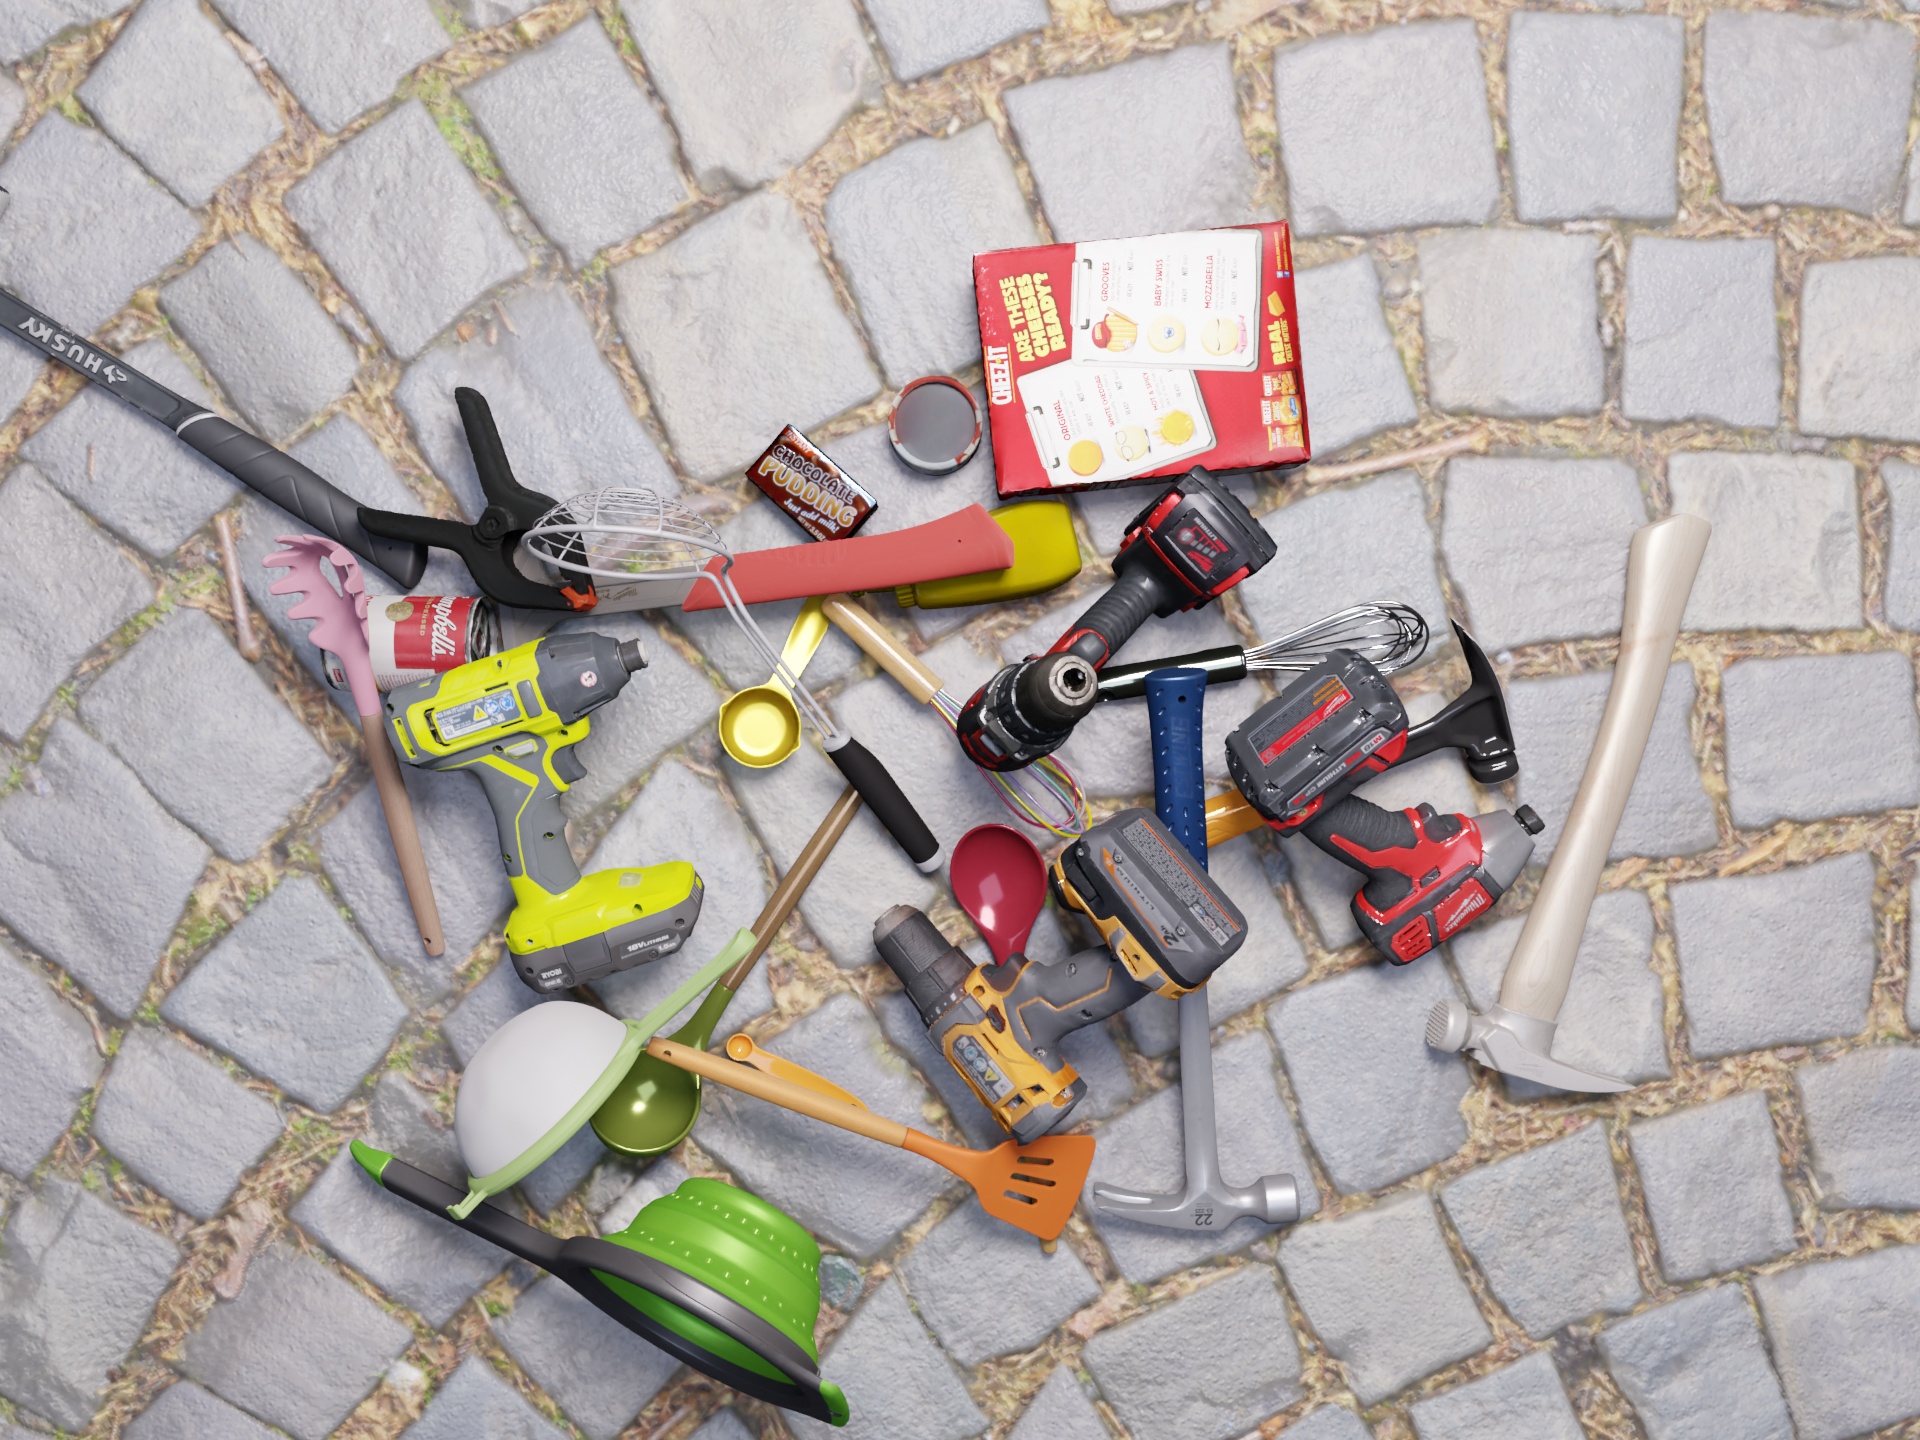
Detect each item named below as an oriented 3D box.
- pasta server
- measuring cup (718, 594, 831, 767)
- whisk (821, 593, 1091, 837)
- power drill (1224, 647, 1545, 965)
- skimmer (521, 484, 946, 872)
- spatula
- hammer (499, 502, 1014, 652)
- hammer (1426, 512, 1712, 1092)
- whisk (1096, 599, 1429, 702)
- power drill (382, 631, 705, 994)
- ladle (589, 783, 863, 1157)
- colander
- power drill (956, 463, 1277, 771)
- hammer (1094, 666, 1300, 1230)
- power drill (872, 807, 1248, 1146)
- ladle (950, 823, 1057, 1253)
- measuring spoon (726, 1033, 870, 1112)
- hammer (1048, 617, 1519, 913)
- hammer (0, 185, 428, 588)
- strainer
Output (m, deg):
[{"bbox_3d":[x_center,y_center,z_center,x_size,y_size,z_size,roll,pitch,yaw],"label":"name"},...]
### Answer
[{"bbox_3d":[-0.393,0.023,1.065,0.060,0.040,0.316,0,113,18],"label":"pasta server"},{"bbox_3d":[-0.120,-0.038,1.123,0.062,0.029,0.156,27,80,-6],"label":"measuring cup"},{"bbox_3d":[-0.001,-0.004,1.113,0.245,0.051,0.047,43,69,-1],"label":"whisk"},{"bbox_3d":[0.289,0.061,1.061,0.143,0.079,0.219,-40,120,13],"label":"power drill"},{"bbox_3d":[-0.133,-0.011,1.037,0.363,0.127,0.090,53,54,-25],"label":"skimmer"},{"bbox_3d":[-0.062,0.277,1.098,0.322,0.041,0.081,21,92,-5],"label":"spatula"},{"bbox_3d":[-0.141,-0.088,1.081,0.359,0.036,0.149,-6,92,10],"label":"hammer"},{"bbox_3d":[0.461,0.057,1.122,0.146,0.038,0.410,17,92,-3],"label":"hammer"},{"bbox_3d":[0.205,-0.044,1.115,0.246,0.057,0.059,-10,58,3],"label":"whisk"},{"bbox_3d":[-0.262,0.056,1.067,0.171,0.080,0.223,-18,107,1],"label":"power drill"},{"bbox_3d":[-0.152,0.164,1.112,0.078,0.062,0.320,34,89,11],"label":"ladle"},{"bbox_3d":[-0.236,0.348,1.098,0.397,0.204,0.094,21,58,14],"label":"colander"},{"bbox_3d":[0.099,-0.061,1.022,0.080,0.188,0.227,46,74,-2],"label":"power drill"},{"bbox_3d":[0.152,0.165,1.090,0.144,0.035,0.405,-5,103,1],"label":"hammer"},{"bbox_3d":[0.054,0.153,1.056,0.185,0.084,0.226,49,120,11],"label":"power drill"},{"bbox_3d":[0.043,0.226,1.130,0.069,0.031,0.315,-7,95,14],"label":"ladle"},{"bbox_3d":[-0.115,0.257,1.140,0.117,0.011,0.021,31,92,-5],"label":"measuring spoon"},{"bbox_3d":[0.217,0.048,1.104,0.337,0.034,0.127,-23,120,4],"label":"hammer"},{"bbox_3d":[-0.550,-0.211,1.103,0.409,0.036,0.149,32,93,-2],"label":"hammer"},{"bbox_3d":[-0.247,0.203,1.043,0.256,0.151,0.069,-40,102,10],"label":"strainer"}]
